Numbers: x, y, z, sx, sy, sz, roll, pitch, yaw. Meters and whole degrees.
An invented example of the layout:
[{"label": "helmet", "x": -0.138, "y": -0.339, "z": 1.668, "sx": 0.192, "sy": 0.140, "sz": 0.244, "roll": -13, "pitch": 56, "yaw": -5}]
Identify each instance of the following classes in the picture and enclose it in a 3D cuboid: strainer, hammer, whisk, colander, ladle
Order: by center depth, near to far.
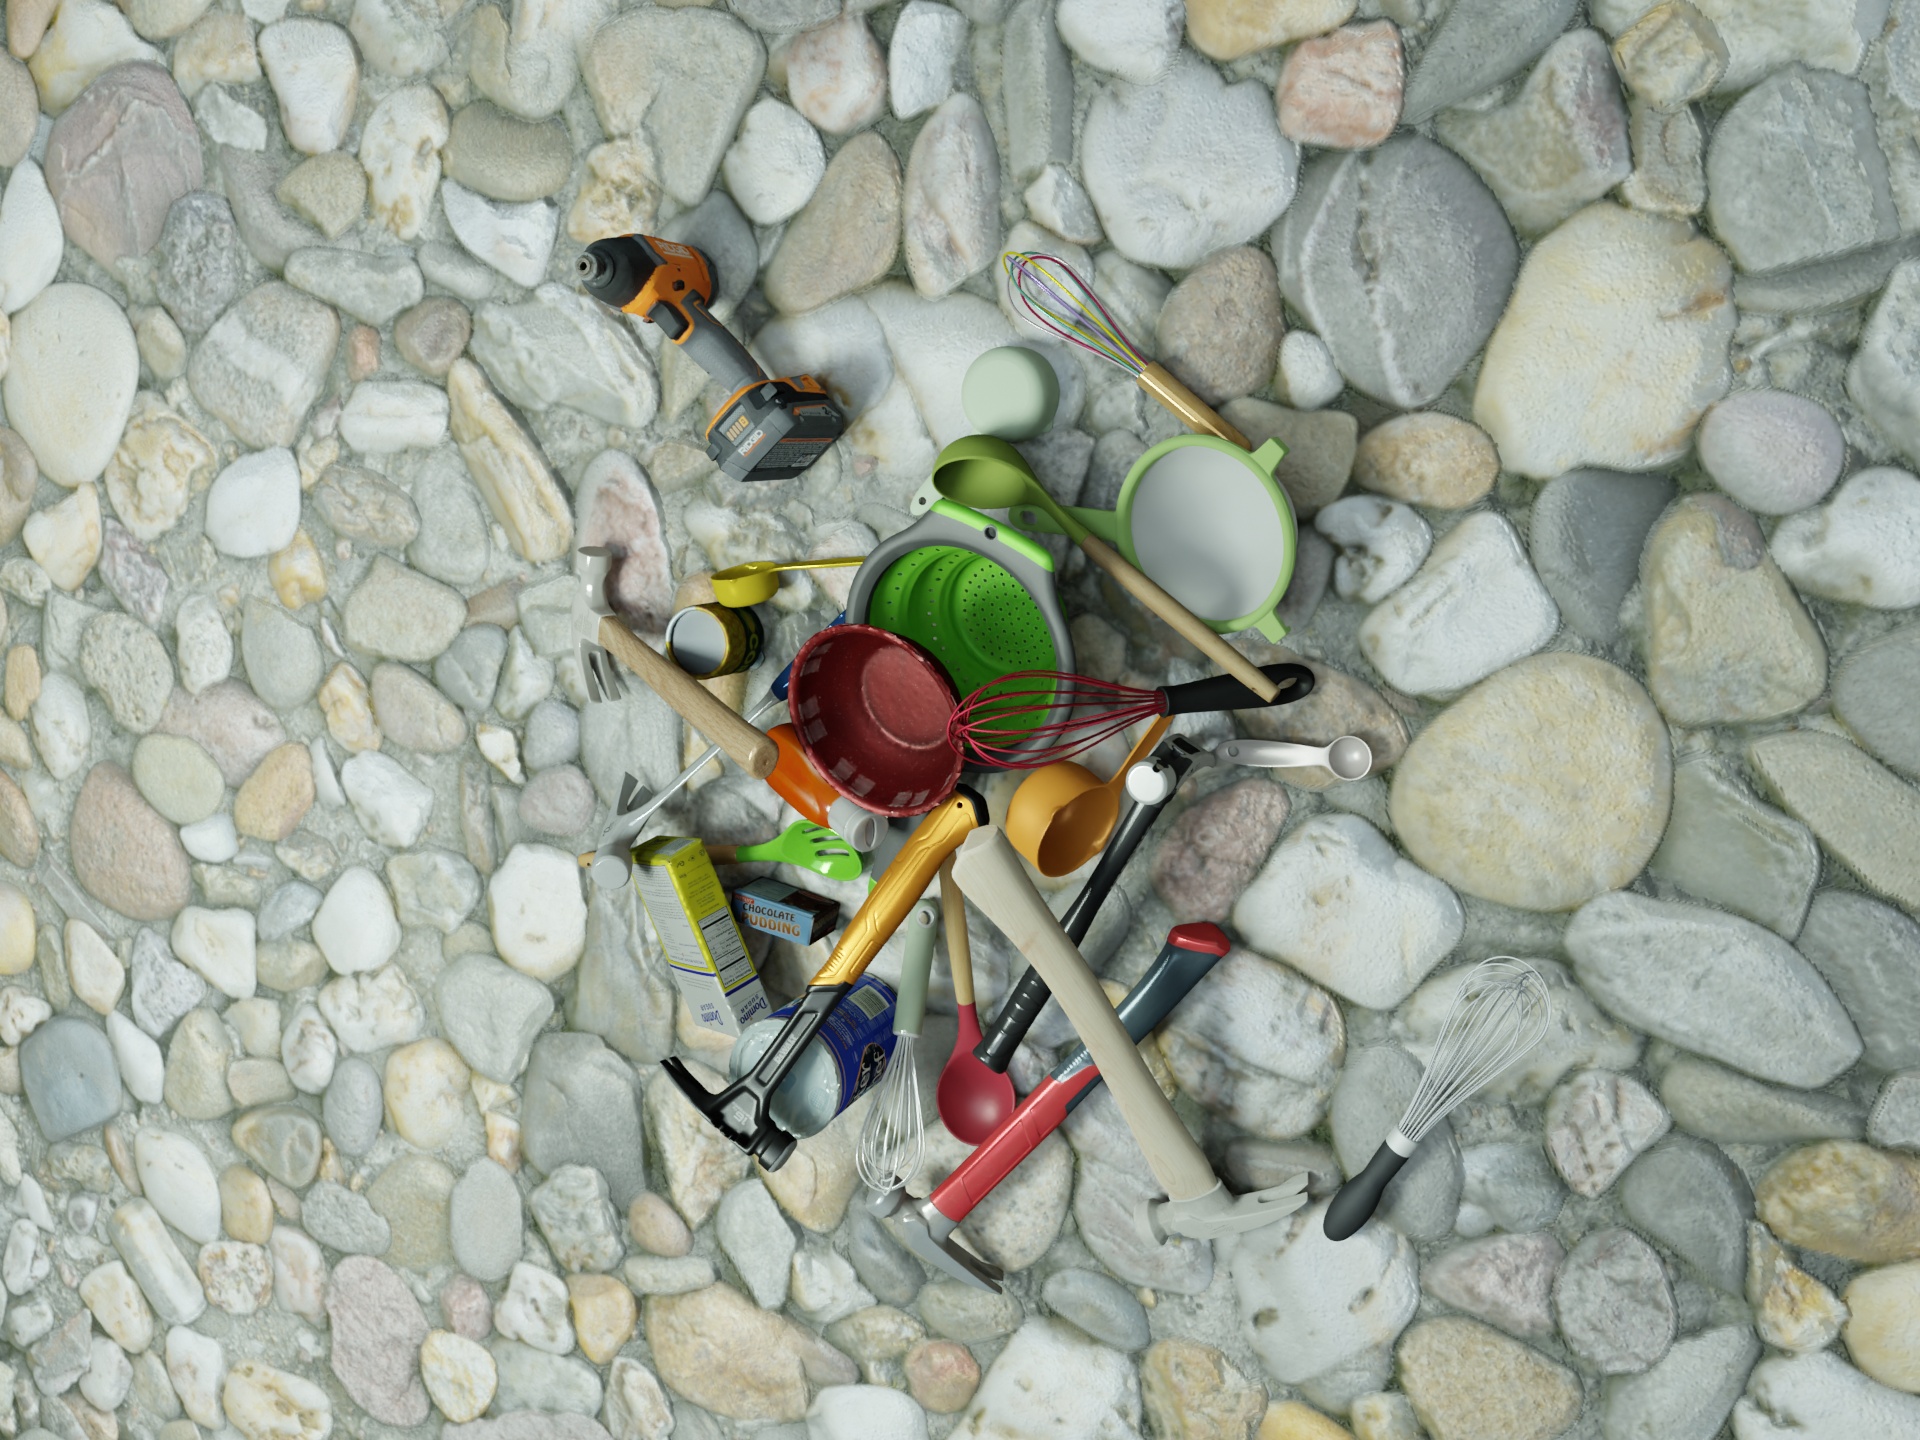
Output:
[{"label": "whisk", "x": 0.130, "y": -0.012, "z": 1.164, "sx": 0.295, "sy": 0.073, "sz": 0.073, "roll": -8, "pitch": 97, "yaw": -19}, {"label": "ladle", "x": 0.106, "y": -0.111, "z": 1.195, "sx": 0.320, "sy": 0.078, "sz": 0.062, "roll": 42, "pitch": 76, "yaw": 18}, {"label": "whisk", "x": 0.353, "y": 0.295, "z": 1.202, "sx": 0.070, "sy": 0.070, "sz": 0.284, "roll": 34, "pitch": 114, "yaw": 15}, {"label": "hammer", "x": 0.121, "y": 0.244, "z": 1.216, "sx": 0.146, "sy": 0.038, "sz": 0.410, "roll": -22, "pitch": 113, "yaw": 23}, {"label": "strainer", "x": 0.155, "y": -0.153, "z": 1.220, "sx": 0.256, "sy": 0.069, "sz": 0.151, "roll": 12, "pitch": 117, "yaw": 39}, {"label": "whisk", "x": 0.125, "y": -0.281, "z": 1.221, "sx": 0.245, "sy": 0.051, "sz": 0.047, "roll": 42, "pitch": 138, "yaw": 8}, {"label": "hammer", "x": 0.097, "y": 0.150, "z": 1.249, "sx": 0.035, "sy": 0.146, "sz": 0.334, "roll": 35, "pitch": 115, "yaw": 15}, {"label": "hammer", "x": -0.095, "y": 0.185, "z": 1.254, "sx": 0.127, "sy": 0.034, "sz": 0.337, "roll": 37, "pitch": 93, "yaw": 13}, {"label": "colander", "x": -0.002, "y": -0.004, "z": 1.298, "sx": 0.204, "sy": 0.094, "sz": 0.396, "roll": 30, "pitch": 126, "yaw": 17}, {"label": "hammer", "x": 0.094, "y": 0.317, "z": 1.315, "sx": 0.143, "sy": 0.038, "sz": 0.386, "roll": 39, "pitch": 107, "yaw": -9}, {"label": "ladle", "x": 0.000, "y": 0.211, "z": 1.322, "sx": 0.069, "sy": 0.031, "sz": 0.315, "roll": -4, "pitch": 109, "yaw": 9}, {"label": "whisk", "x": -0.046, "y": 0.271, "z": 1.334, "sx": 0.057, "sy": 0.059, "sz": 0.246, "roll": 11, "pitch": 76, "yaw": -11}, {"label": "hammer", "x": -0.249, "y": -0.033, "z": 1.341, "sx": 0.332, "sy": 0.031, "sz": 0.130, "roll": 34, "pitch": 123, "yaw": 44}, {"label": "hammer", "x": -0.164, "y": -0.020, "z": 1.353, "sx": 0.405, "sy": 0.144, "sz": 0.035, "roll": -41, "pitch": 113, "yaw": 14}]

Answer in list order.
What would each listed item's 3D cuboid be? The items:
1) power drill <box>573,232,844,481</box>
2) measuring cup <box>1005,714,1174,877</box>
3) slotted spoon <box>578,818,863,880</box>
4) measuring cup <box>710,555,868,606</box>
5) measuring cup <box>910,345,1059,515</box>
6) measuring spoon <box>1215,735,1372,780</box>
[{"label": "power drill", "x": -0.212, "y": -0.301, "z": 1.291, "sx": 0.084, "sy": 0.164, "sz": 0.226, "roll": -42, "pitch": 83, "yaw": 22}, {"label": "measuring cup", "x": 0.104, "y": 0.042, "z": 1.266, "sx": 0.052, "sy": 0.095, "sz": 0.173, "roll": 37, "pitch": 88, "yaw": 36}, {"label": "slotted spoon", "x": -0.219, "y": 0.119, "z": 1.426, "sx": 0.314, "sy": 0.031, "sz": 0.070, "roll": -5, "pitch": 126, "yaw": 28}, {"label": "measuring cup", "x": -0.136, "y": -0.119, "z": 1.353, "sx": 0.156, "sy": 0.062, "sz": 0.029, "roll": -4, "pitch": 109, "yaw": 13}, {"label": "measuring cup", "x": 0.008, "y": -0.227, "z": 1.274, "sx": 0.083, "sy": 0.038, "sz": 0.167, "roll": 46, "pitch": 110, "yaw": 10}, {"label": "measuring spoon", "x": 0.257, "y": 0.025, "z": 1.225, "sx": 0.124, "sy": 0.018, "sz": 0.034, "roll": 3, "pitch": 99, "yaw": 29}]
